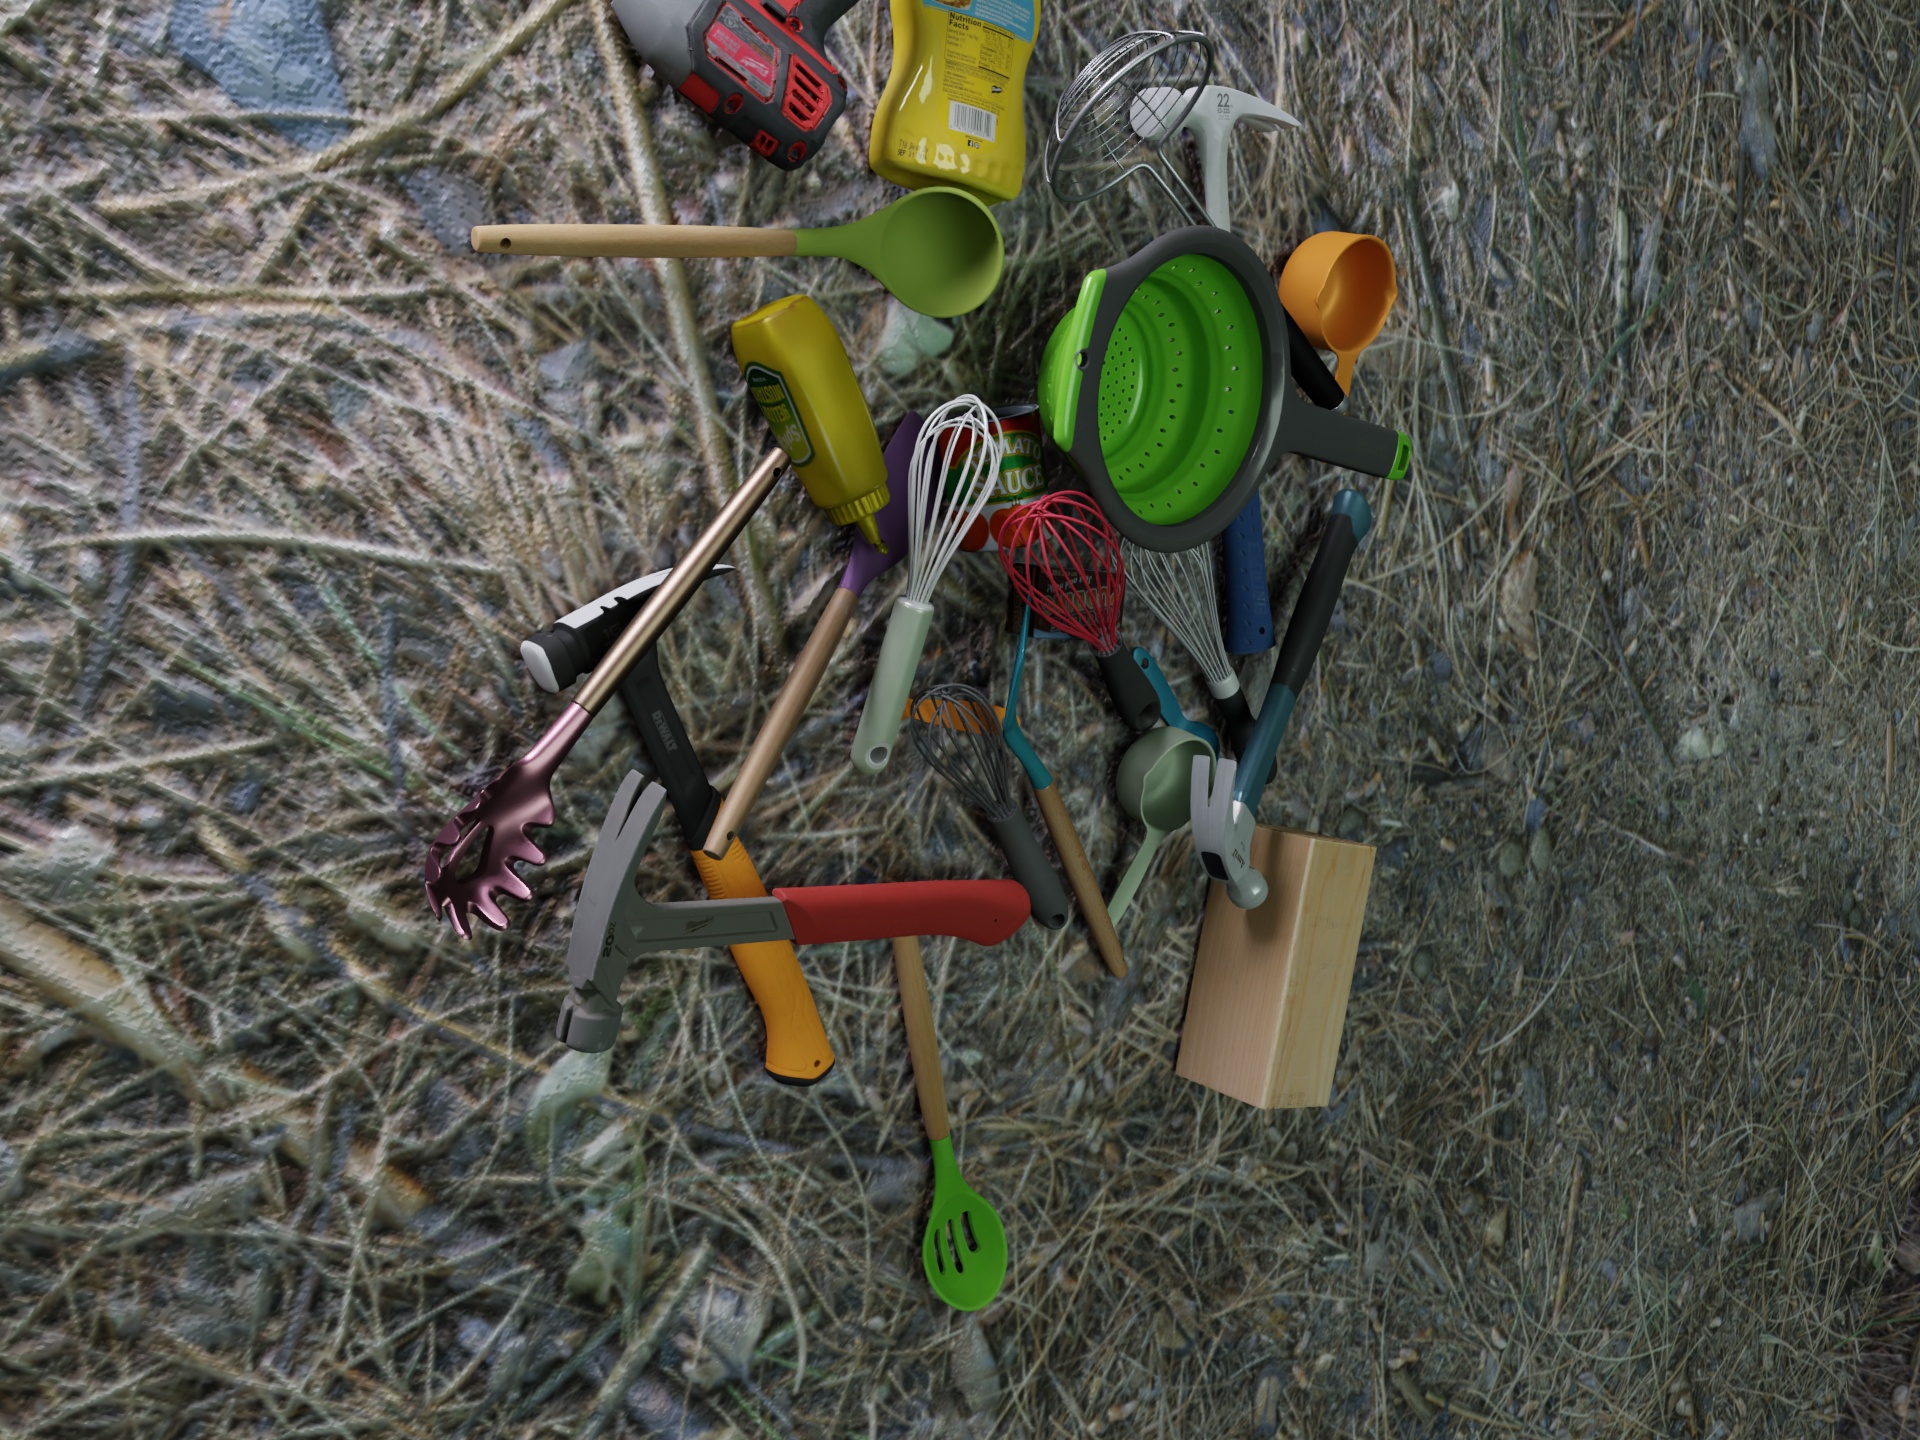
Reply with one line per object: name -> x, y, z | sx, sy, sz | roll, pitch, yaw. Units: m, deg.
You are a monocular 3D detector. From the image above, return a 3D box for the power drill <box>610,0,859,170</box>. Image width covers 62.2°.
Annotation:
power drill -> -0.092, -0.429, 0.866 | 0.143, 0.078, 0.220 | 32, 81, -23

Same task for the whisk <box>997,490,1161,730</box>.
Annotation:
whisk -> 0.091, -0.061, 1.045 | 0.073, 0.073, 0.295 | -61, 151, -14

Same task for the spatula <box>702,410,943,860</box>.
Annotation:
spatula -> -0.077, -0.054, 0.955 | 0.059, 0.018, 0.316 | 48, 57, -41

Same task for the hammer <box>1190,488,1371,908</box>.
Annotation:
hammer -> 0.247, -0.031, 1.197 | 0.128, 0.033, 0.331 | 50, 57, -47

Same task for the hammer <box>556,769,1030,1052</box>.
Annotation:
hammer -> -0.075, 0.106, 0.944 | 0.358, 0.037, 0.149 | 4, 107, -51

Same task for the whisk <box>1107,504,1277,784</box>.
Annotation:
whisk -> 0.184, -0.052, 1.176 | 0.070, 0.070, 0.284 | -48, 128, -23

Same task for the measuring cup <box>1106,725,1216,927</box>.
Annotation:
measuring cup -> 0.129, 0.081, 1.171 | 0.083, 0.038, 0.167 | 14, 105, -45

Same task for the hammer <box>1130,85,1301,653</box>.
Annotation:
hammer -> 0.203, -0.251, 1.168 | 0.144, 0.035, 0.405 | -18, 109, -36

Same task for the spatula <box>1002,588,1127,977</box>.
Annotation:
spatula -> 0.075, 0.061, 1.093 | 0.082, 0.044, 0.317 | -82, 154, -54

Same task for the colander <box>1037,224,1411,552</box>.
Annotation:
colander -> 0.176, -0.214, 1.095 | 0.396, 0.095, 0.204 | 3, 101, -45

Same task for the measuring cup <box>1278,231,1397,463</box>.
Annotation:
measuring cup -> 0.278, -0.287, 1.220 | 0.095, 0.052, 0.173 | -15, 121, -37

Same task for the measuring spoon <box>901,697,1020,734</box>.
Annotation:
measuring spoon -> -0.002, -0.003, 1.058 | 0.116, 0.011, 0.021 | 8, 92, -40

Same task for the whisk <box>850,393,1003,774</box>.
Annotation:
whisk -> -0.026, -0.080, 0.979 | 0.057, 0.059, 0.246 | 7, 109, -34

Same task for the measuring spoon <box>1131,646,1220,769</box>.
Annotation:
measuring spoon -> 0.162, -0.007, 1.184 | 0.042, 0.021, 0.128 | -50, 126, -22

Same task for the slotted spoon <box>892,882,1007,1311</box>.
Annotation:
slotted spoon -> -0.017, 0.257, 1.080 | 0.070, 0.031, 0.313 | -20, 108, -36

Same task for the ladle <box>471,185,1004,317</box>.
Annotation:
ladle -> -0.113, -0.266, 0.896 | 0.320, 0.062, 0.078 | -11, 127, -35

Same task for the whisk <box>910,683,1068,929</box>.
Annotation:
whisk -> 0.026, 0.063, 1.065 | 0.055, 0.055, 0.238 | -47, 131, -24

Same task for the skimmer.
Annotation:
skimmer -> 0.182, -0.307, 1.062 | 0.127, 0.090, 0.362 | -41, 130, 12

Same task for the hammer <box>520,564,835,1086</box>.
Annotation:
hammer -> -0.138, 0.074, 0.946 | 0.127, 0.034, 0.336 | -33, 117, -30

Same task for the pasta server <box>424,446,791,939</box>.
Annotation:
pasta server -> -0.181, -0.025, 0.848 | 0.316, 0.040, 0.060 | -55, 138, -17
